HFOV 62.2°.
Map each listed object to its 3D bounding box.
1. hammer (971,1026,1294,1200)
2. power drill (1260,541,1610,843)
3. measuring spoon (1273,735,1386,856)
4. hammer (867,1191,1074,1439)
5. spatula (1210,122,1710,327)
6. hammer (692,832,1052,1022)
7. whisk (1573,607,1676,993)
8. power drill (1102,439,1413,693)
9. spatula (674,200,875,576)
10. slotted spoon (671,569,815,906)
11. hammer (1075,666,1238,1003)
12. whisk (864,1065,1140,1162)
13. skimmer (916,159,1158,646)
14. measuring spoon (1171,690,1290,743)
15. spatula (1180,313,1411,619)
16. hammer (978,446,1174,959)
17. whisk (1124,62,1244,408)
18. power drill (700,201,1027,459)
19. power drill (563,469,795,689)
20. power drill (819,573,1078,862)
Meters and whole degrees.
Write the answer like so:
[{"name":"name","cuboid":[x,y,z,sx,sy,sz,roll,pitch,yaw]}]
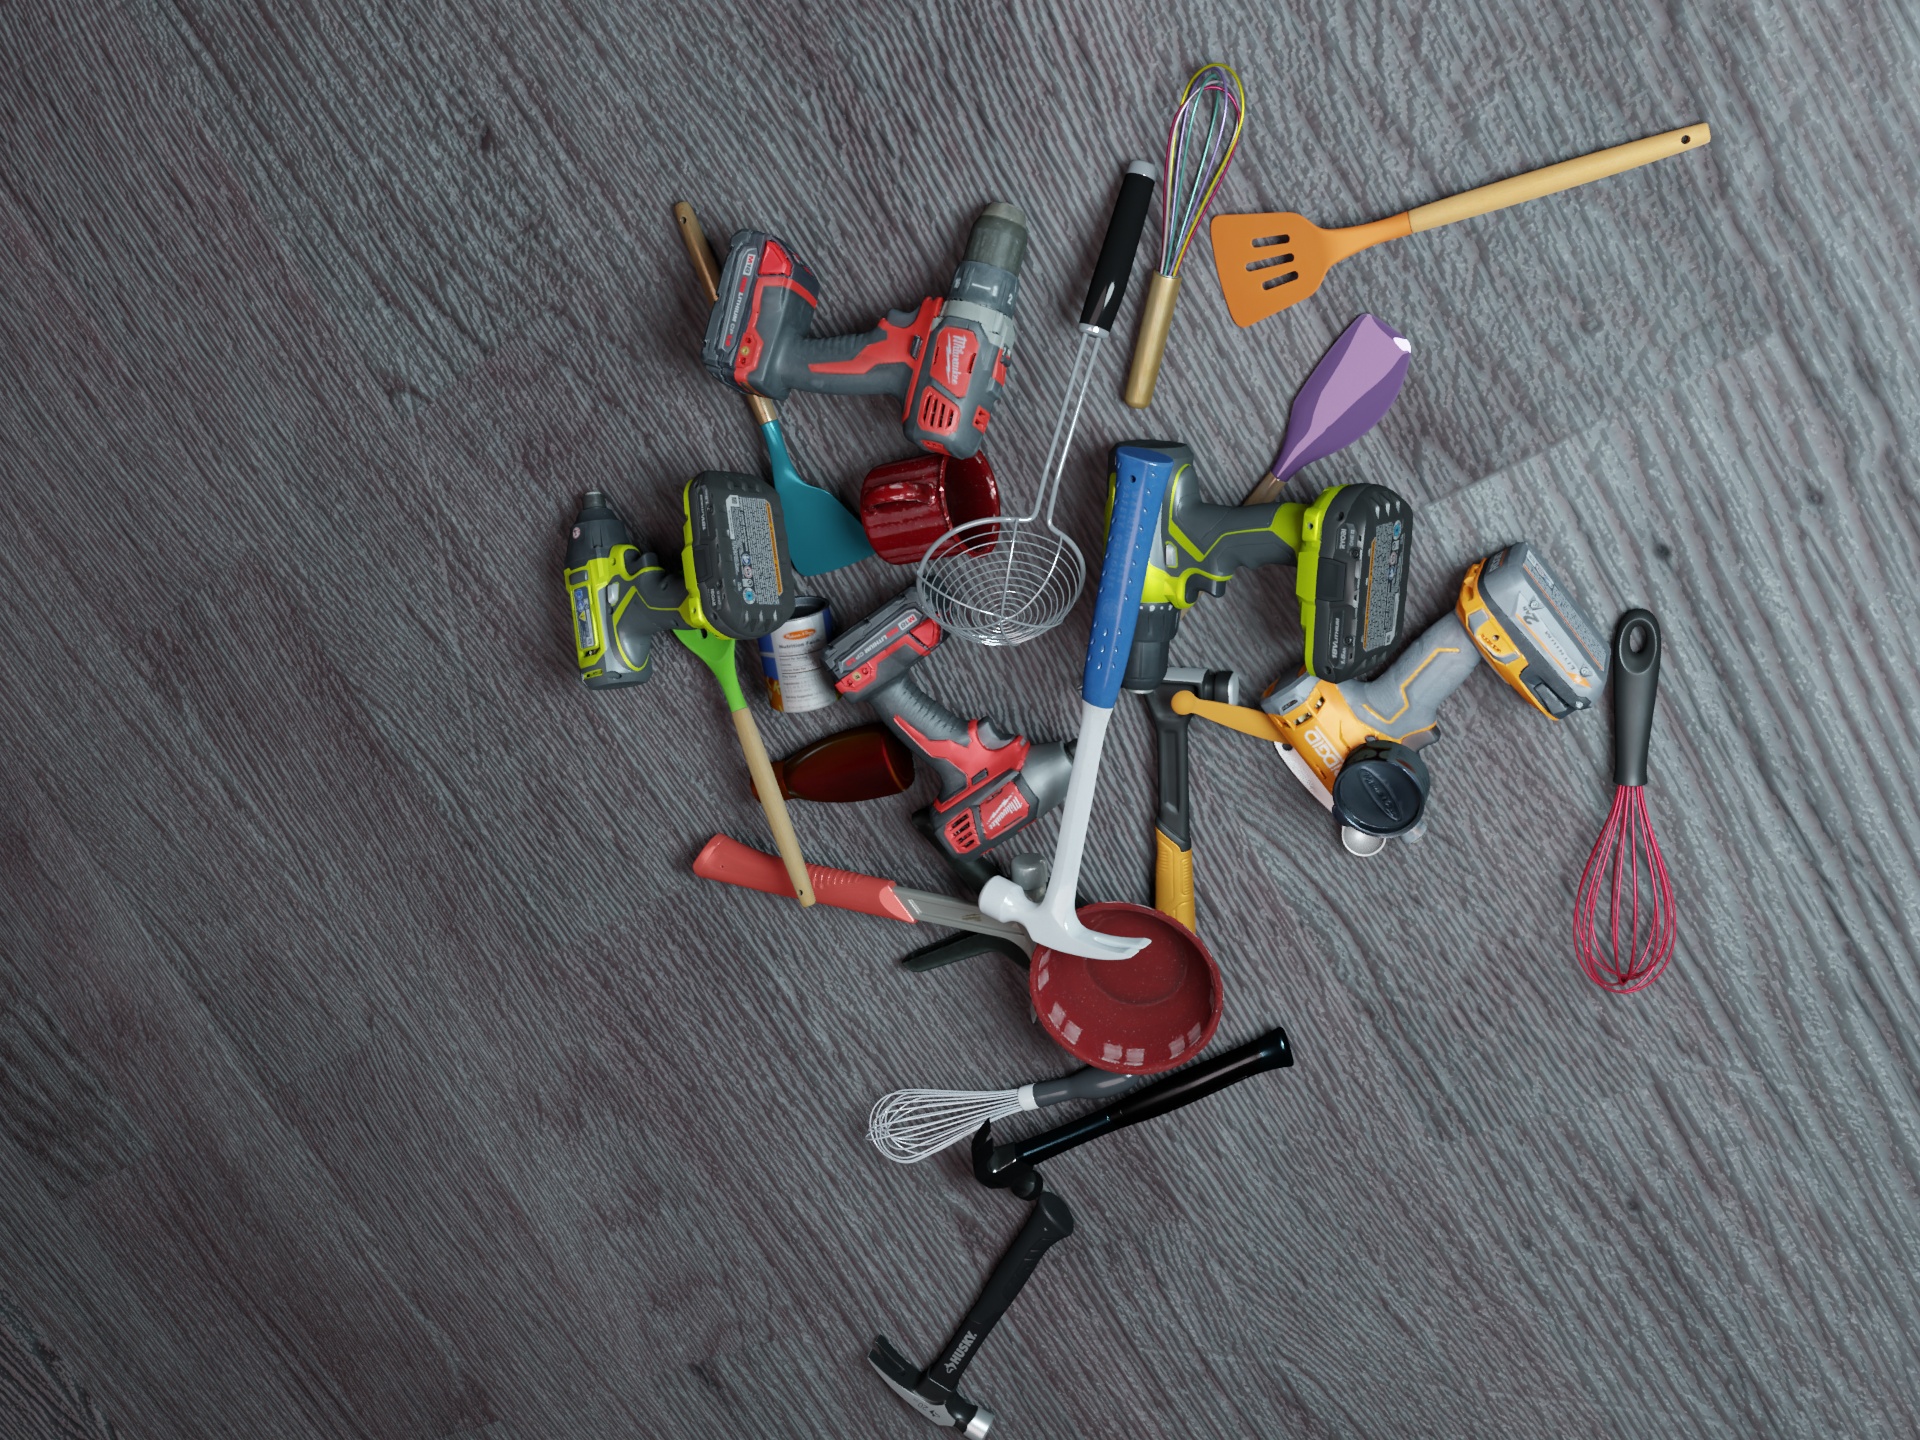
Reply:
[{"name":"hammer","cuboid":[0.150,0.348,1.415,0.331,0.033,0.128,-30,137,24]},{"name":"power drill","cuboid":[0.356,-0.010,1.171,0.226,0.084,0.164,-35,97,35]},{"name":"measuring spoon","cuboid":[0.292,0.055,1.264,0.034,0.018,0.124,-41,86,21]},{"name":"hammer","cuboid":[0.023,0.587,1.592,0.146,0.035,0.334,30,120,7]},{"name":"spatula","cuboid":[0.327,-0.344,1.069,0.322,0.041,0.081,-12,107,22]},{"name":"hammer","cuboid":[-0.083,0.164,1.422,0.359,0.037,0.149,8,113,26]},{"name":"whisk","cuboid":[0.490,0.063,1.163,0.073,0.073,0.295,2,106,21]},{"name":"power drill","cuboid":[0.201,-0.099,1.158,0.229,0.080,0.190,14,111,38]},{"name":"spatula","cuboid":[-0.163,-0.269,1.301,0.082,0.044,0.317,-16,101,27]},{"name":"slotted spoon","cuboid":[-0.187,0.015,1.397,0.070,0.031,0.314,-19,91,30]},{"name":"hammer","cuboid":[0.170,0.115,1.325,0.127,0.034,0.336,3,113,20]},{"name":"whisk","cuboid":[0.037,0.356,1.478,0.284,0.070,0.070,-19,104,22]},{"name":"skimmer","cuboid":[0.068,-0.228,1.175,0.127,0.090,0.363,14,97,-20]},{"name":"measuring spoon","cuboid":[0.218,0.000,1.237,0.117,0.011,0.021,16,112,-14]},{"name":"spatula","cuboid":[0.225,-0.162,1.191,0.060,0.018,0.315,38,120,2]},{"name":"hammer","cuboid":[0.107,-0.002,1.197,0.144,0.035,0.405,23,117,29]},{"name":"whisk","cuboid":[0.155,-0.338,1.130,0.047,0.051,0.244,17,121,8]},{"name":"power drill","cuboid":[-0.064,-0.309,1.195,0.227,0.080,0.188,16,92,17]},{"name":"power drill","cuboid":[-0.248,-0.127,1.335,0.223,0.080,0.171,-11,85,40]},{"name":"power drill","cuboid":[-0.002,-0.004,1.304,0.143,0.078,0.219,-34,96,15]}]
